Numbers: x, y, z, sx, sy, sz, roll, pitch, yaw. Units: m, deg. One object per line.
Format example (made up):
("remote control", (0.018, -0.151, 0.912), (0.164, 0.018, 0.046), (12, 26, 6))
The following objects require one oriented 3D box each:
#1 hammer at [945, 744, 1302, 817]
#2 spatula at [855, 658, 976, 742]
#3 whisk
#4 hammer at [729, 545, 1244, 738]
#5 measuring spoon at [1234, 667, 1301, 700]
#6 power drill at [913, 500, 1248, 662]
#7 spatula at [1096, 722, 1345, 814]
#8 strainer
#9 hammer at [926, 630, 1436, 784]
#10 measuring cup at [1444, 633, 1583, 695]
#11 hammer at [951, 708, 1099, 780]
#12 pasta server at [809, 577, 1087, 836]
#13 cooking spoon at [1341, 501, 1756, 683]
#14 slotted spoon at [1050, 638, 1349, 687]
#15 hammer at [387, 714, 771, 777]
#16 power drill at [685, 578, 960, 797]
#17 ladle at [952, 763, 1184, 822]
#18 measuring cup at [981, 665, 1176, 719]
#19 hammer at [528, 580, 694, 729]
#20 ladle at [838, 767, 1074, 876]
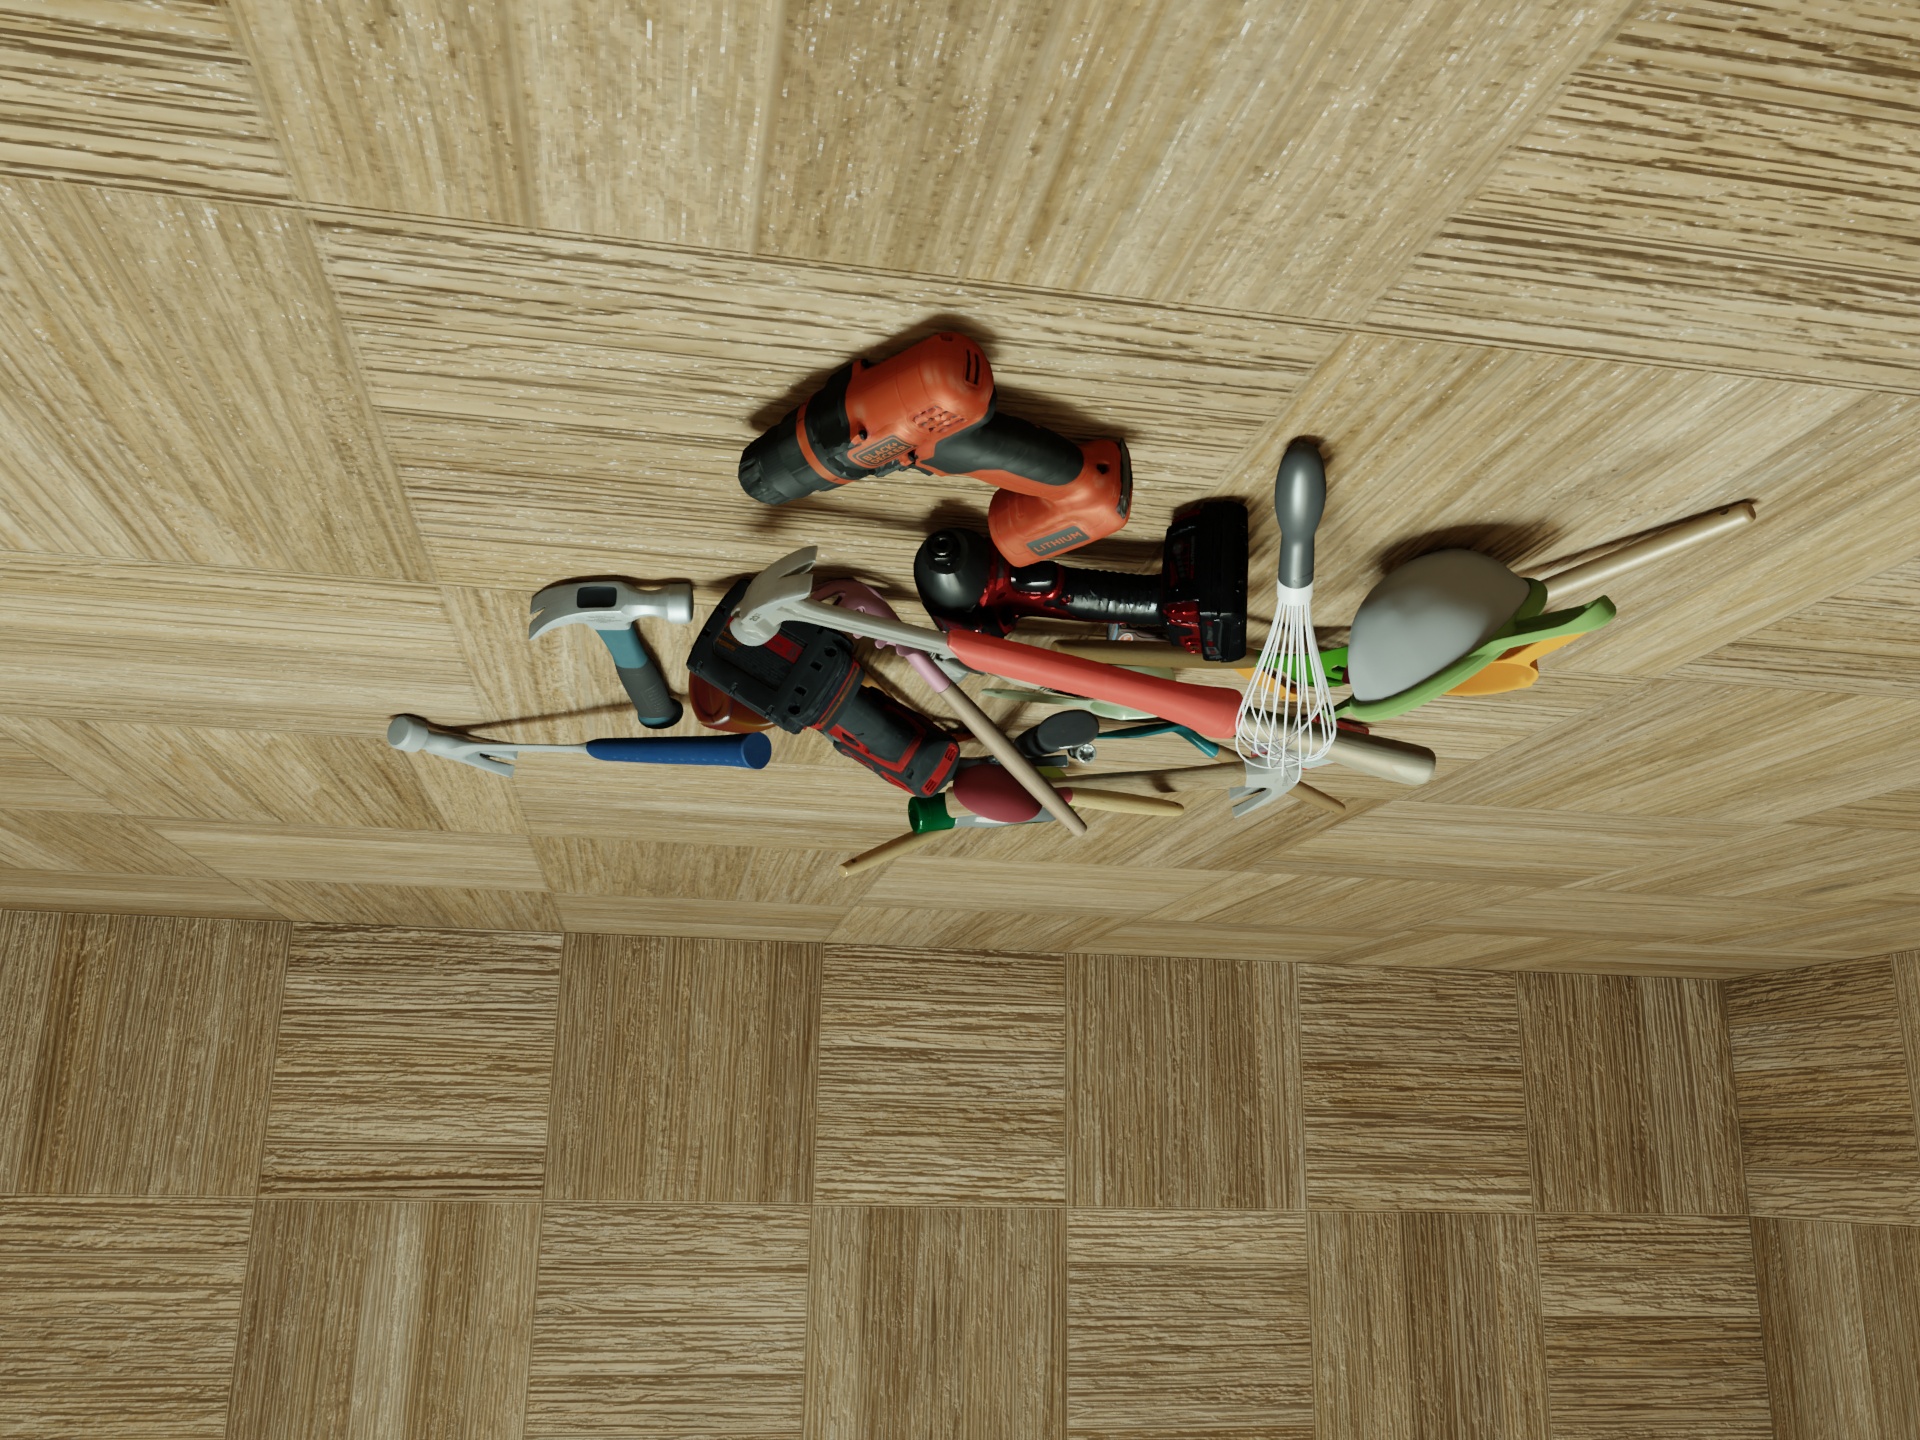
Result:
("hammer", (0.152, 0.062, 1.491), (0.331, 0.031, 0.130), (-6, 152, 4))
("spatula", (-0.060, -0.017, 1.434), (0.081, 0.041, 0.322), (-6, 159, 16))
("whisk", (0.214, -0.063, 1.019), (0.070, 0.070, 0.284), (-1, 137, 7))
("hammer", (0.035, -0.043, 1.052), (0.359, 0.037, 0.149), (13, 166, -22))
("measuring spoon", (0.262, -0.038, 1.364), (0.021, 0.011, 0.116), (-10, 158, 37))
("power drill", (0.079, -0.092, 1.055), (0.219, 0.079, 0.143), (1, 165, 11))
("spatula", (0.262, 0.048, 1.551), (0.317, 0.044, 0.082), (23, 166, -30))
("strainer", (0.322, -0.072, 1.019), (0.151, 0.069, 0.256), (-39, -175, -12))
("hammer", (0.179, -0.011, 1.243), (0.410, 0.038, 0.146), (13, 172, -7))
("measuring cup", (0.404, -0.066, 1.169), (0.095, 0.052, 0.173), (6, 162, -18))
("hammer", (0.059, 0.025, 1.394), (0.149, 0.036, 0.409), (-8, 176, -10))
("pasta server", (-0.002, -0.004, 1.213), (0.316, 0.040, 0.060), (46, 174, -30))
("cooking spoon", (0.396, -0.085, 1.109), (0.017, 0.069, 0.319), (47, 140, -16))
("slotted spoon", (0.199, -0.047, 1.205), (0.313, 0.031, 0.070), (1, 155, -31))
("hammer", (-0.348, 0.027, 1.501), (0.405, 0.035, 0.144), (0, 167, 31))
("power drill", (-0.115, -0.026, 1.231), (0.188, 0.080, 0.226), (30, 176, 30))
("ladle", (0.106, 0.068, 1.371), (0.315, 0.069, 0.031), (9, 122, -50))
("measuring cup", (0.101, -0.032, 1.341), (0.167, 0.038, 0.083), (5, 164, -6))
("hammer", (-0.269, -0.048, 1.312), (0.128, 0.033, 0.331), (1, 165, -3))
("ladle", (0.000, 0.109, 1.596), (0.320, 0.062, 0.078), (-21, -139, -41))
